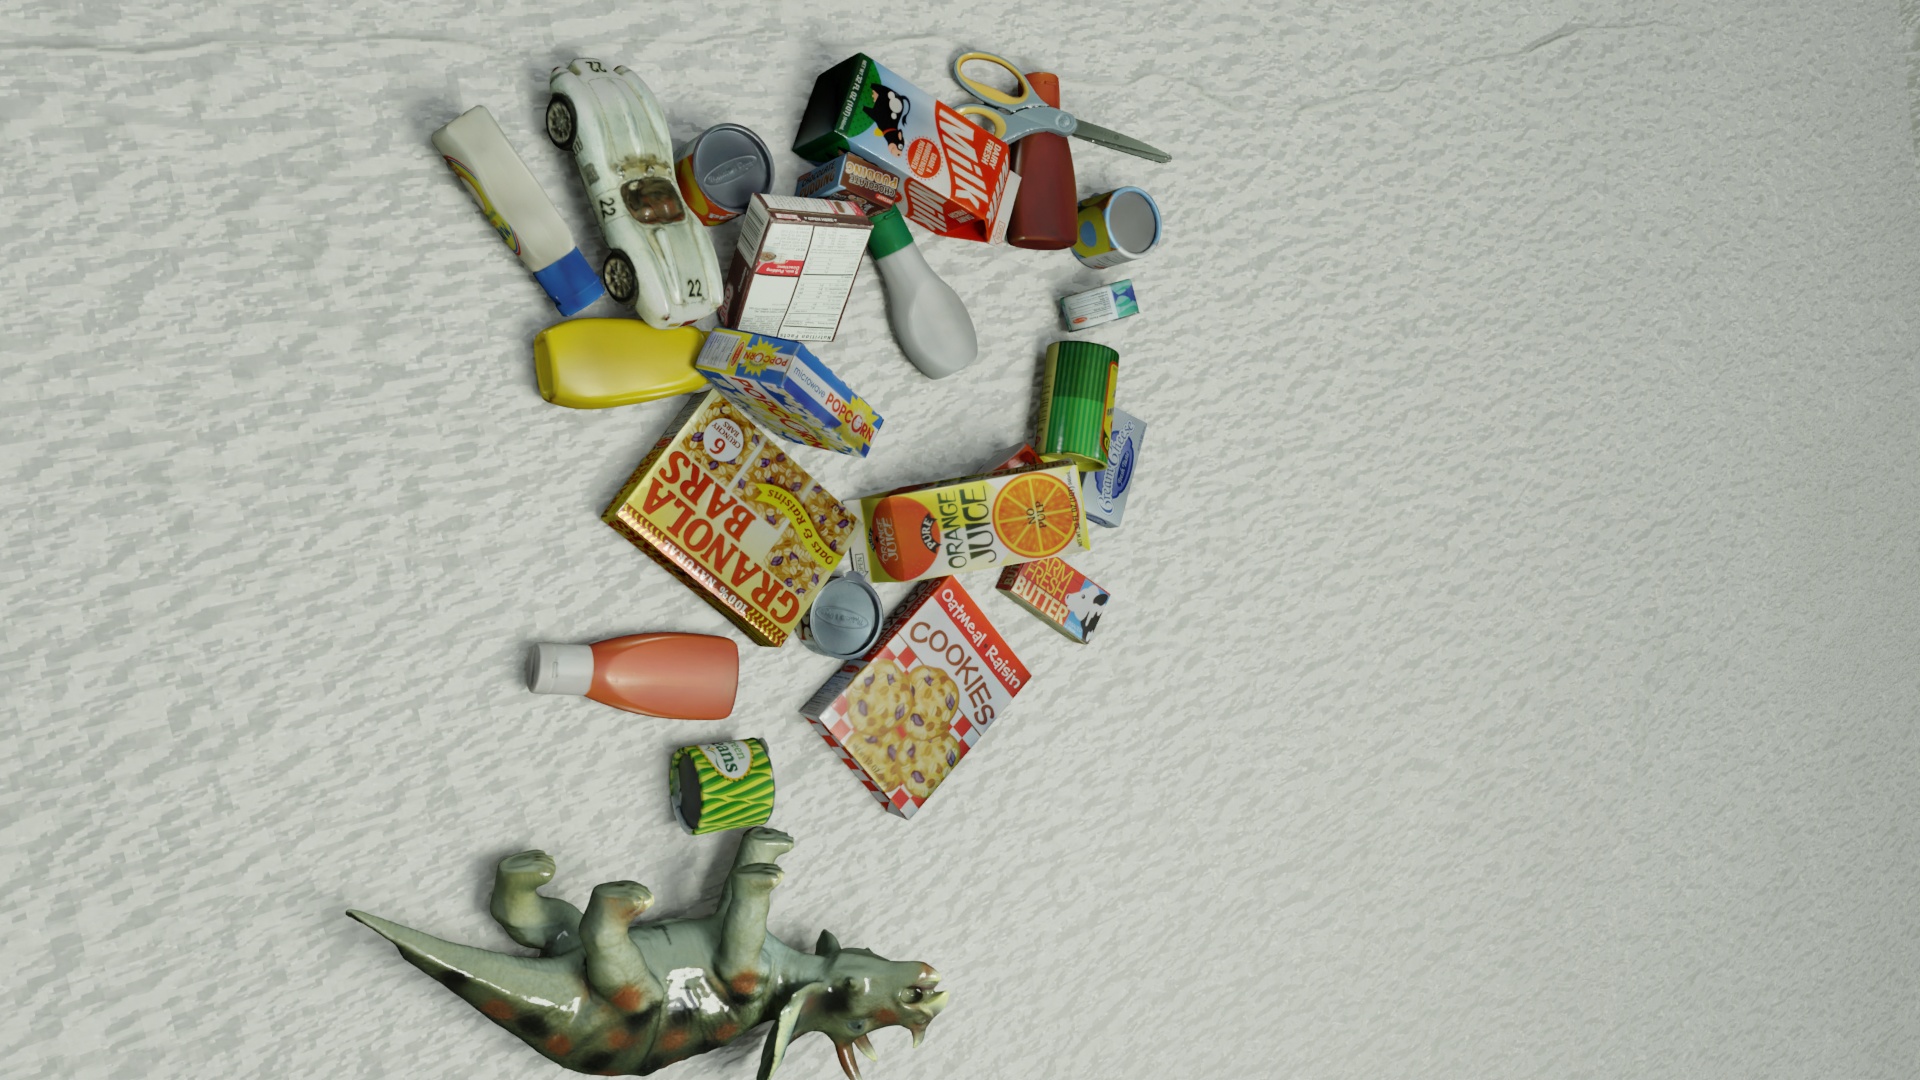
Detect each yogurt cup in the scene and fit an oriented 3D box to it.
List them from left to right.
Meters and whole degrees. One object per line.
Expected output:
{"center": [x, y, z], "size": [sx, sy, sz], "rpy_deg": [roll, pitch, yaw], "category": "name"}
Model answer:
{"center": [0.048, -0.048, 1.190], "size": [0.073, 0.072, 0.054], "rpy_deg": [-41, 103, -27], "category": "yogurt cup"}

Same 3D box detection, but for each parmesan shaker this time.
{"center": [0.103, -0.118, 1.219], "size": [0.071, 0.071, 0.103], "rpy_deg": [13, 80, -33], "category": "parmesan shaker"}

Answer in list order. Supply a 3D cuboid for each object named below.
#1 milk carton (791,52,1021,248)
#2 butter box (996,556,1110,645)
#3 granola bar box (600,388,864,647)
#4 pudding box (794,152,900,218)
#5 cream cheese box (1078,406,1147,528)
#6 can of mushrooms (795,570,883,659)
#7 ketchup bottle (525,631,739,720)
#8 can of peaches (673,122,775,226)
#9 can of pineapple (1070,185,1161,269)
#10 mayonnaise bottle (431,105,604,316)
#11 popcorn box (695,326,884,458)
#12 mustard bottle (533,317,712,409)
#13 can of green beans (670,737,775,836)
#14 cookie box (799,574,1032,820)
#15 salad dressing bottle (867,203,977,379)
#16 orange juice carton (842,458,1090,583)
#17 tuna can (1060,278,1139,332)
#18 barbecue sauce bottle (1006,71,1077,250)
{"center": [-0.032, -0.310, 1.134], "size": [0.190, 0.073, 0.072], "rpy_deg": [23, 77, -32], "category": "milk carton"}
{"center": [0.083, 0.046, 1.235], "size": [0.103, 0.024, 0.053], "rpy_deg": [35, 72, -28], "category": "butter box"}
{"center": [-0.171, -0.015, 1.059], "size": [0.165, 0.039, 0.124], "rpy_deg": [43, 67, -26], "category": "granola bar box"}
{"center": [-0.091, -0.273, 1.088], "size": [0.049, 0.083, 0.030], "rpy_deg": [19, 80, -32], "category": "pudding box"}
{"center": [0.132, -0.068, 1.269], "size": [0.053, 0.024, 0.104], "rpy_deg": [22, 77, -30], "category": "cream cheese box"}
{"center": [-0.097, 0.059, 1.110], "size": [0.071, 0.033, 0.071], "rpy_deg": [0, 90, -33], "category": "can of mushrooms"}
{"center": [-0.237, 0.097, 1.012], "size": [0.149, 0.043, 0.065], "rpy_deg": [8, 85, -33], "category": "ketchup bottle"}
{"center": [-0.181, -0.271, 1.044], "size": [0.071, 0.058, 0.071], "rpy_deg": [0, 90, -34], "category": "can of peaches"}
{"center": [0.139, -0.284, 1.255], "size": [0.071, 0.058, 0.071], "rpy_deg": [0, 89, -33], "category": "can of pineapple"}
{"center": [-0.304, -0.226, 0.962], "size": [0.041, 0.065, 0.147], "rpy_deg": [-40, 114, -19], "category": "mayonnaise bottle"}
{"center": [-0.126, -0.109, 1.035], "size": [0.126, 0.085, 0.038], "rpy_deg": [41, 67, -56], "category": "popcorn box"}
{"center": [-0.227, -0.131, 1.018], "size": [0.161, 0.048, 0.065], "rpy_deg": [-7, 92, -34], "category": "mustard bottle"}
{"center": [-0.178, 0.183, 1.036], "size": [0.058, 0.071, 0.071], "rpy_deg": [-3, 91, -33], "category": "can of green beans"}
{"center": [-0.033, 0.126, 1.148], "size": [0.168, 0.040, 0.122], "rpy_deg": [-47, 114, -23], "category": "cookie box"}
{"center": [-0.038, -0.207, 1.147], "size": [0.064, 0.044, 0.147], "rpy_deg": [-36, 107, -28], "category": "salad dressing bottle"}
{"center": [0.004, -0.014, 1.126], "size": [0.193, 0.073, 0.071], "rpy_deg": [-10, 96, 3], "category": "orange juice carton"}
{"center": [0.125, -0.210, 1.242], "size": [0.071, 0.071, 0.032], "rpy_deg": [-21, 100, -32], "category": "tuna can"}
{"center": [0.071, -0.332, 1.219], "size": [0.065, 0.043, 0.148], "rpy_deg": [-1, 89, -30], "category": "barbecue sauce bottle"}
